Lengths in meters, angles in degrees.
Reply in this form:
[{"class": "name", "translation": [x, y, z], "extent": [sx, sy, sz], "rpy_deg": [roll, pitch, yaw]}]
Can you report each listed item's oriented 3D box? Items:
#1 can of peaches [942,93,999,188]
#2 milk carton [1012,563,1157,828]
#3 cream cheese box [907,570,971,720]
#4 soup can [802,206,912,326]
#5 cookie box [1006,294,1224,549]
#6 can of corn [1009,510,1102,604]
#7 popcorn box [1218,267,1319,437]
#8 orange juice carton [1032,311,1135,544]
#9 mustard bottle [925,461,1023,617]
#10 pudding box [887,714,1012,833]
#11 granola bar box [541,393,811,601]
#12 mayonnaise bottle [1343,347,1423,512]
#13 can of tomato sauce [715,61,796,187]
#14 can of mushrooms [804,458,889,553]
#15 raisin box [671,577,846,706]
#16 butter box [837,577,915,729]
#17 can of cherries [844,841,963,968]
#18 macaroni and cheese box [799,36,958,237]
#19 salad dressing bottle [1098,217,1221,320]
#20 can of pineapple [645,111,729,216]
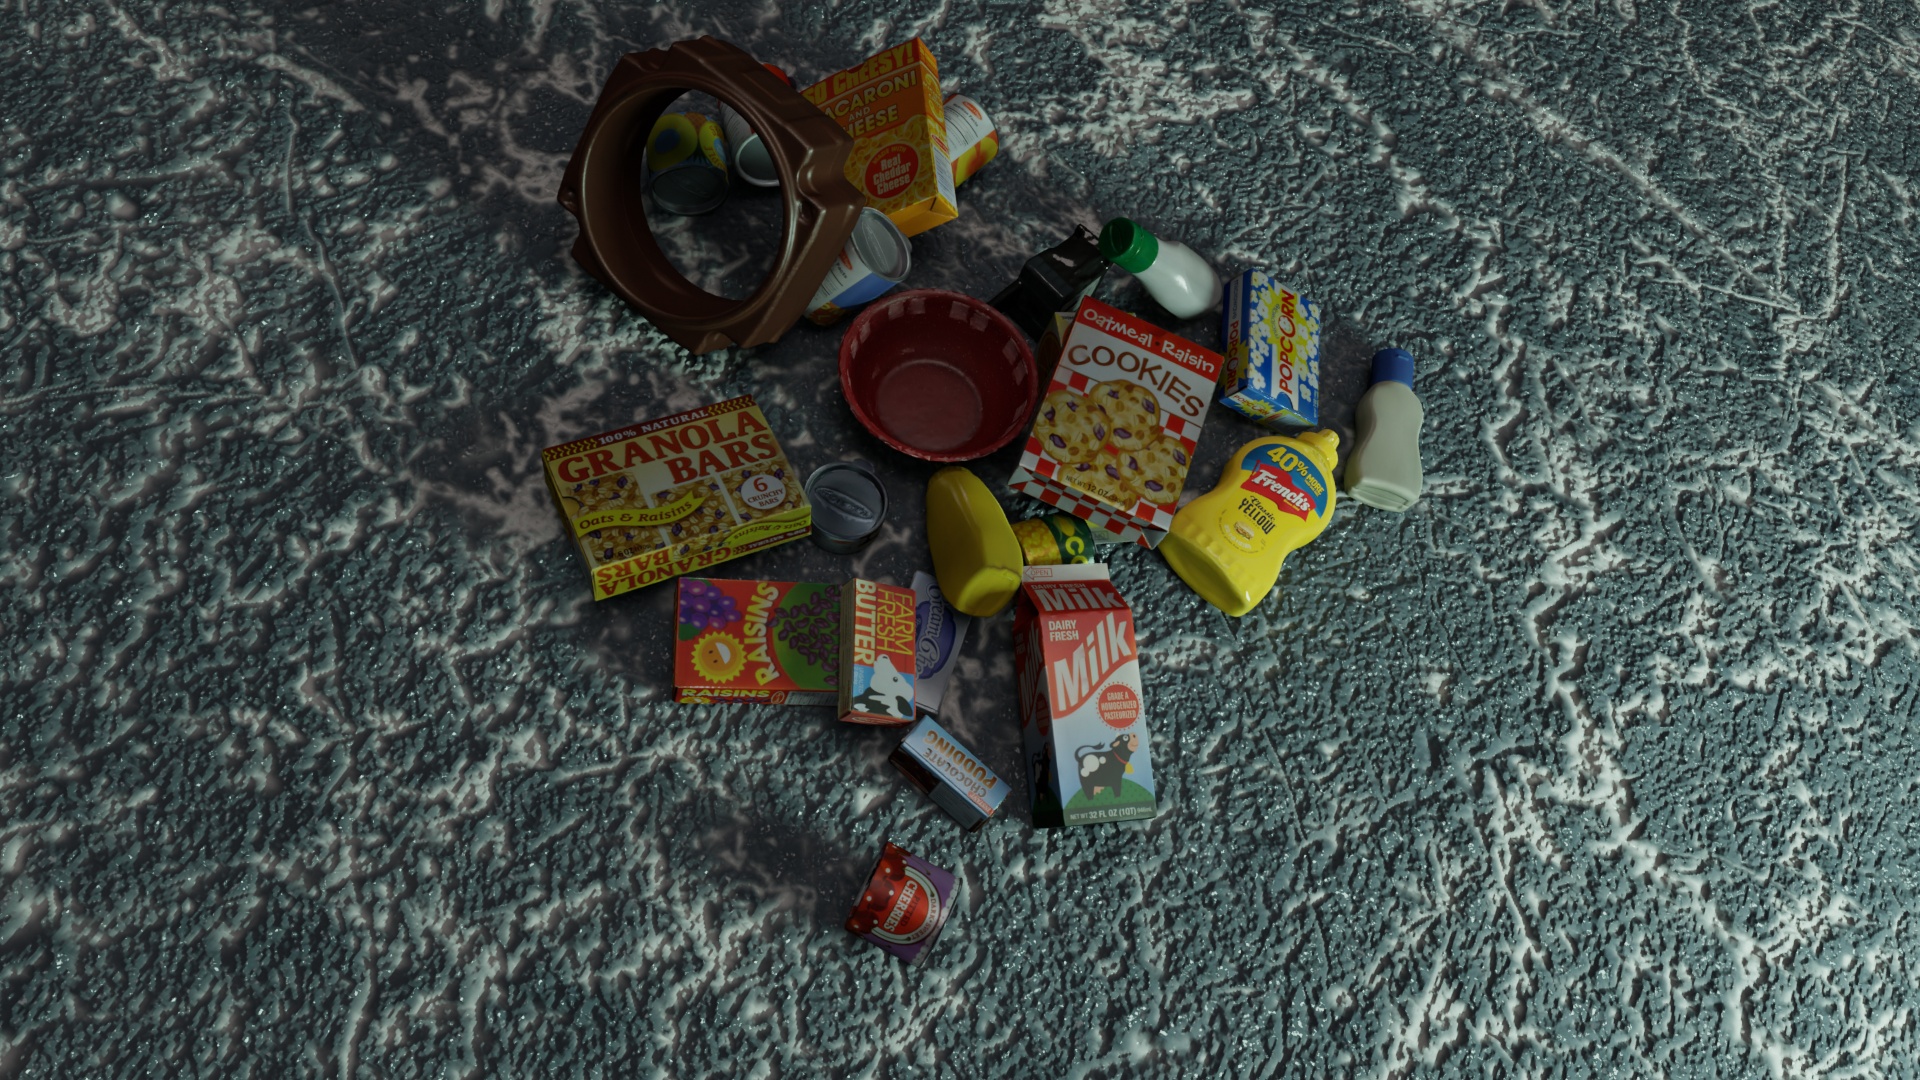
[{"class": "can of peaches", "translation": [-0.009, -0.346, 1.219], "extent": [0.071, 0.071, 0.058], "rpy_deg": [44, 69, 8]}, {"class": "milk carton", "translation": [0.086, 0.110, 1.013], "extent": [0.072, 0.073, 0.191], "rpy_deg": [-2, 77, -15]}, {"class": "cream cheese box", "translation": [-0.027, 0.078, 1.043], "extent": [0.053, 0.024, 0.104], "rpy_deg": [22, 63, -4]}, {"class": "soup can", "translation": [-0.090, -0.220, 1.121], "extent": [0.071, 0.083, 0.071], "rpy_deg": [27, 51, -38]}, {"class": "cookie box", "translation": [0.122, -0.094, 1.068], "extent": [0.123, 0.040, 0.168], "rpy_deg": [24, 63, -3]}, {"class": "can of corn", "translation": [0.067, 0.015, 1.071], "extent": [0.058, 0.071, 0.071], "rpy_deg": [-15, 71, -19]}, {"class": "popcorn box", "translation": [0.269, -0.163, 1.207], "extent": [0.085, 0.038, 0.127], "rpy_deg": [23, 60, -28]}, {"class": "orange juice carton", "translation": [0.115, -0.087, 1.128], "extent": [0.072, 0.072, 0.193], "rpy_deg": [-2, 67, -15]}, {"class": "mustard bottle", "translation": [0.004, -0.013, 1.063], "extent": [0.049, 0.065, 0.161], "rpy_deg": [18, 34, -29]}, {"class": "pudding box", "translation": [-0.008, 0.167, 0.993], "extent": [0.084, 0.049, 0.030], "rpy_deg": [40, 62, 6]}, {"class": "granola bar box", "translation": [-0.209, -0.036, 1.024], "extent": [0.166, 0.038, 0.124], "rpy_deg": [-18, 55, -21]}, {"class": "mayonnaise bottle", "translation": [0.375, -0.100, 1.219], "extent": [0.065, 0.041, 0.149], "rpy_deg": [18, 62, -7]}, {"class": "can of tomato sauce", "translation": [-0.165, -0.351, 1.174], "extent": [0.071, 0.070, 0.083], "rpy_deg": [-8, 59, -17]}, {"class": "can of mushrooms", "translation": [-0.089, -0.027, 1.071], "extent": [0.071, 0.033, 0.071], "rpy_deg": [5, 65, -11]}, {"class": "raisin box", "translation": [-0.145, 0.073, 1.008], "extent": [0.123, 0.040, 0.086], "rpy_deg": [3, 66, -14]}, {"class": "butter box", "translation": [-0.060, 0.080, 0.998], "extent": [0.053, 0.024, 0.104], "rpy_deg": [14, 62, -29]}, {"class": "can of cherries", "translation": [-0.039, 0.245, 0.938], "extent": [0.058, 0.071, 0.072], "rpy_deg": [28, 63, 0]}, {"class": "macaroni and cheese box", "translation": [-0.072, -0.328, 1.171], "extent": [0.123, 0.040, 0.167], "rpy_deg": [-17, 65, 23]}, {"class": "salad dressing bottle", "translation": [0.170, -0.232, 1.179], "extent": [0.147, 0.044, 0.064], "rpy_deg": [17, 58, -51]}, {"class": "can of pineapple", "translation": [-0.225, -0.312, 1.148], "extent": [0.071, 0.070, 0.058], "rpy_deg": [-3, 67, -15]}]
